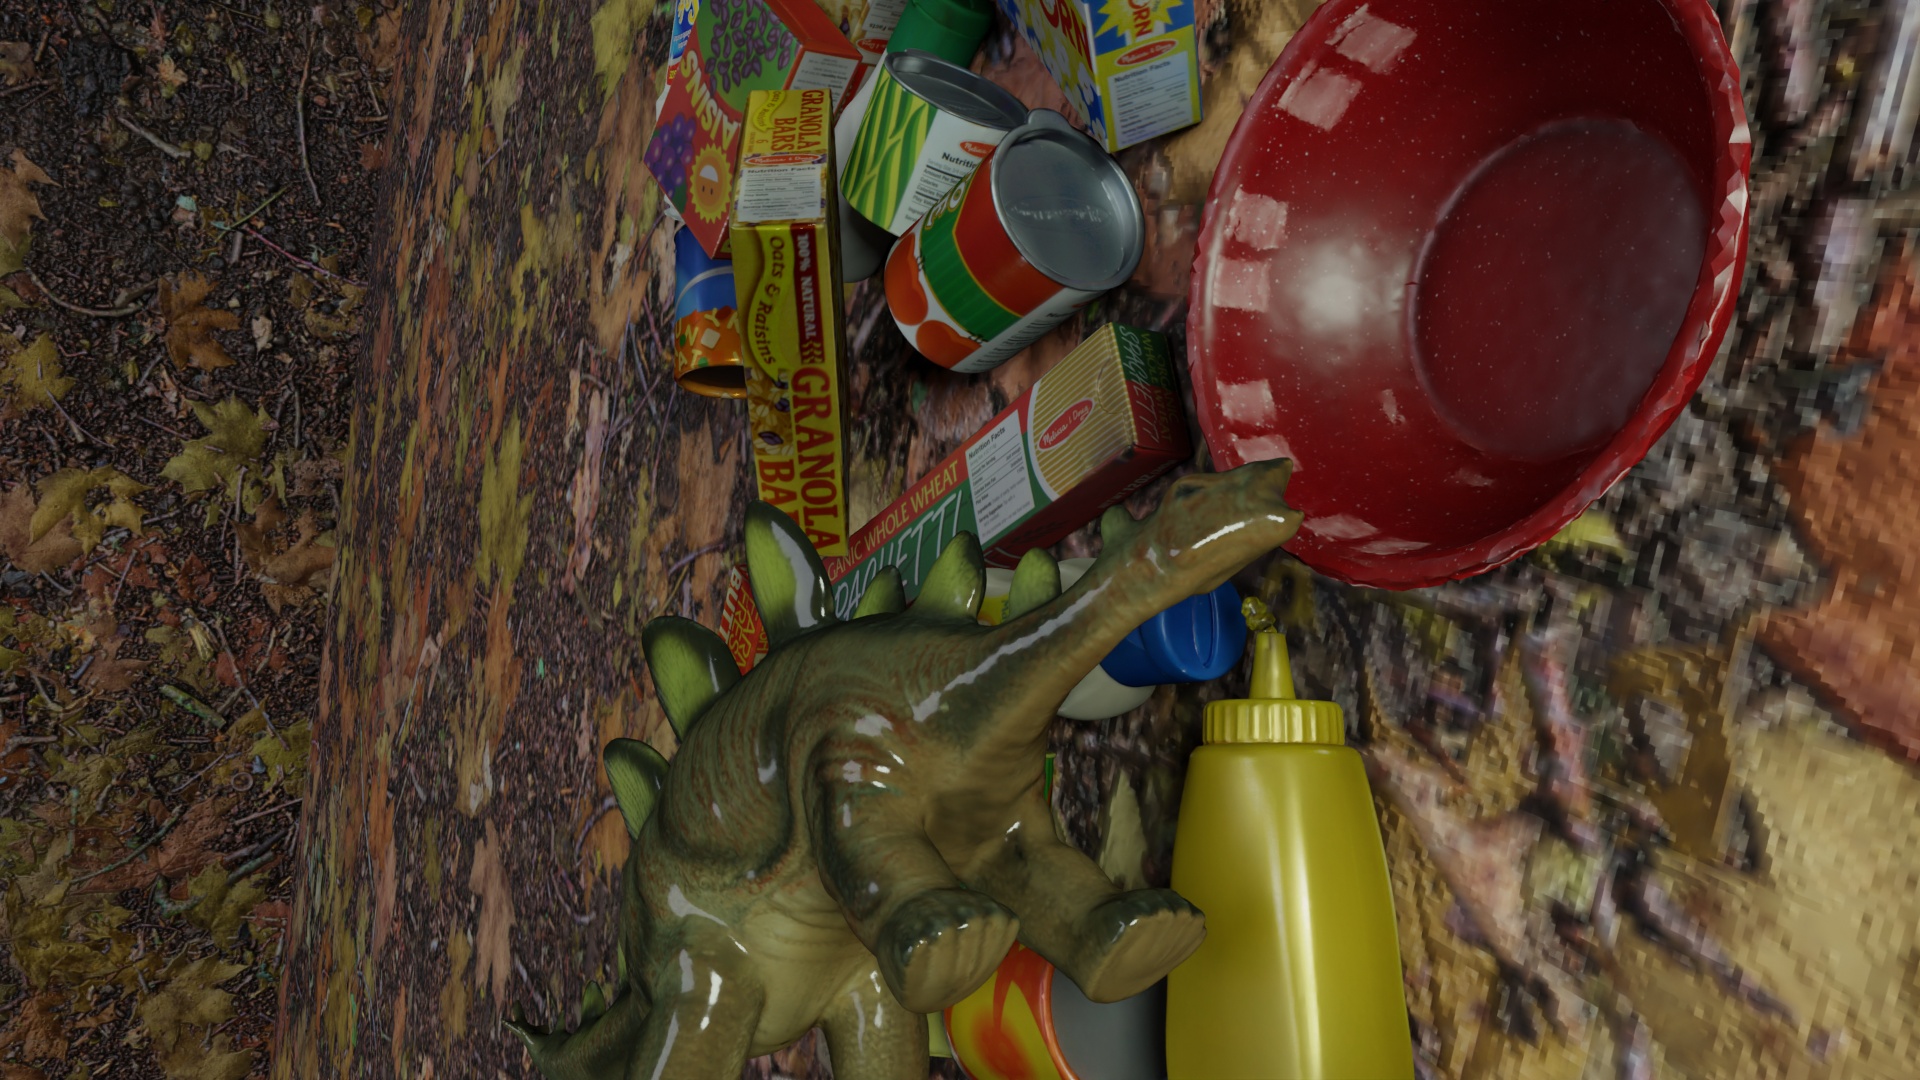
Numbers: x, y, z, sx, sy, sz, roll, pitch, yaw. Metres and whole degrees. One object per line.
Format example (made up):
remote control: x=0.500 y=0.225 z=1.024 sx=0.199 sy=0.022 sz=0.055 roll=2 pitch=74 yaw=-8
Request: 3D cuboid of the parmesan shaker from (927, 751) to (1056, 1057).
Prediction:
parmesan shaker: x=0.000 y=0.129 z=0.513 sx=0.071 sy=0.071 sz=0.103 roll=-9 pitch=78 yaw=58

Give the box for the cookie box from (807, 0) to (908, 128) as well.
cookie box: x=-0.081 y=-0.261 z=0.716 sx=0.123 sy=0.040 sz=0.166 roll=58 pitch=133 yaw=29

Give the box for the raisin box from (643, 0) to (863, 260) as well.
raisin box: x=-0.106 y=-0.213 z=0.689 sx=0.086 sy=0.040 sz=0.122 roll=54 pitch=130 yaw=26

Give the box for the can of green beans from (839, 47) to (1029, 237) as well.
can of green beans: x=-0.011 y=-0.163 z=0.581 sx=0.057 sy=0.071 sz=0.071 roll=-63 pitch=37 yaw=32

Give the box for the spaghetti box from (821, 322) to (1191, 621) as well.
spaghetti box: x=0.002 y=-0.007 z=0.568 sx=0.249 sy=0.029 sz=0.050 roll=-36 pitch=55 yaw=51

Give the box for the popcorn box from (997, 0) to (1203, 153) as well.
popcorn box: x=0.040 y=-0.209 z=0.491 sx=0.084 sy=0.038 sz=0.127 roll=72 pitch=175 yaw=-50

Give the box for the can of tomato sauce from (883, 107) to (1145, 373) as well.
can of tomato sauce: x=0.017 y=-0.110 z=0.523 sx=0.083 sy=0.071 sz=0.071 roll=-28 pitch=62 yaw=55

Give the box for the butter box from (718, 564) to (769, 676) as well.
butter box: x=-0.115 y=0.068 z=0.753 sx=0.053 sy=0.024 sz=0.103 roll=39 pitch=117 yaw=55

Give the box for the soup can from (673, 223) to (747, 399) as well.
soup can: x=-0.126 y=-0.126 z=0.762 sx=0.071 sy=0.071 sz=0.084 roll=-20 pitch=68 yaw=56

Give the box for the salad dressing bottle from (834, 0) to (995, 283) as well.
salad dressing bottle: x=-0.033 y=-0.189 z=0.646 sx=0.147 sy=0.044 sz=0.064 roll=-56 pitch=35 yaw=37

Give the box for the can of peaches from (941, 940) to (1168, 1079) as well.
can of peaches: x=0.035 y=0.147 z=0.449 sx=0.058 sy=0.071 sz=0.071 roll=-27 pitch=63 yaw=54

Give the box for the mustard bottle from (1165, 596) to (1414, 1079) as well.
mustard bottle: x=0.090 y=0.095 z=0.387 sx=0.065 sy=0.049 sz=0.160 roll=-15 pitch=72 yaw=57

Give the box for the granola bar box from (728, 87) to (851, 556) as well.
granola bar box: x=-0.071 y=-0.093 z=0.604 sx=0.125 sy=0.039 sz=0.164 roll=-94 pitch=4 yaw=-49

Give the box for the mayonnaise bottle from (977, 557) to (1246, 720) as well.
mayonnaise bottle: x=0.037 y=0.035 z=0.490 sx=0.147 sy=0.041 sz=0.065 roll=-16 pitch=72 yaw=58
